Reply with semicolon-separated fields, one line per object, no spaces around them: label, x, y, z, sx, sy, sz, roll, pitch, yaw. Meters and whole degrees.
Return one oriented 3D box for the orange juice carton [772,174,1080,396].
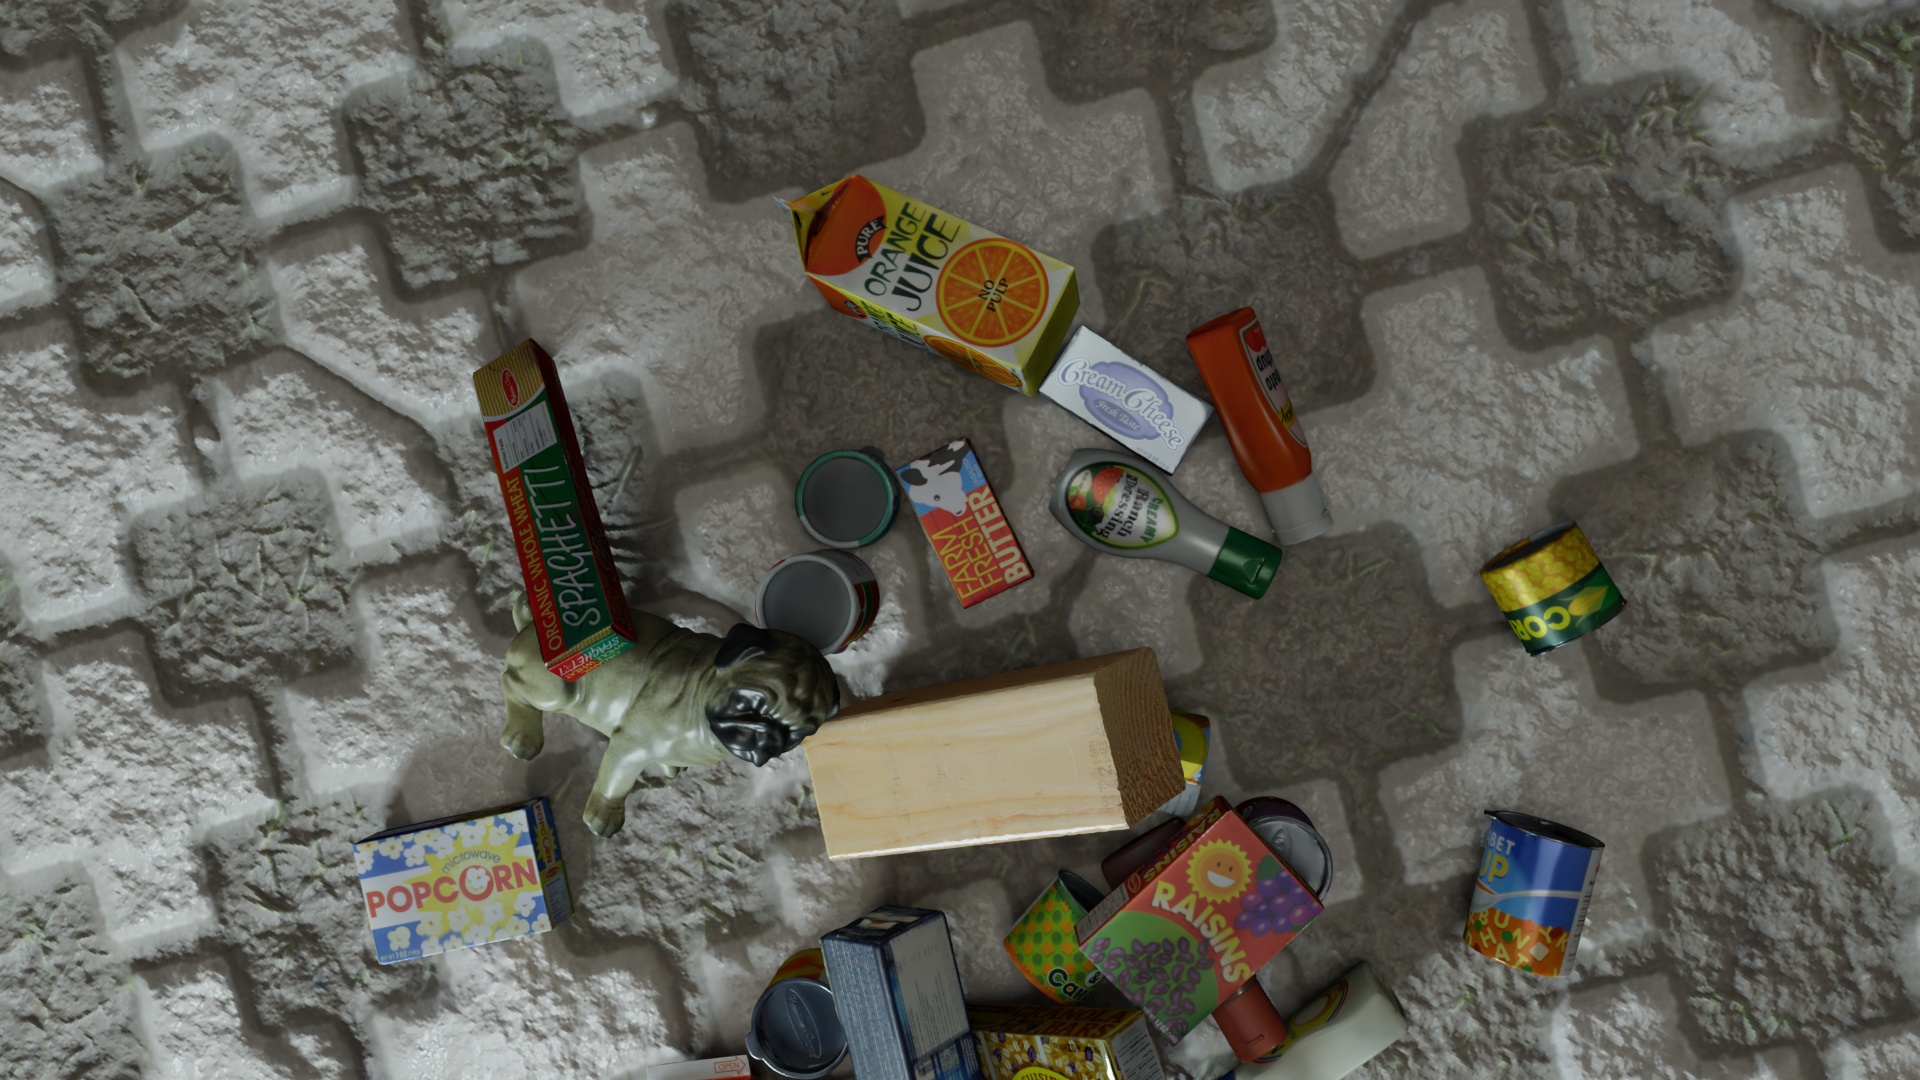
orange juice carton;-0.027;-0.167;0.877;0.193;0.071;0.073;25;86;11

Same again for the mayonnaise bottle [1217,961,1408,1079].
mayonnaise bottle;0.213;0.330;0.882;0.148;0.065;0.041;-40;89;8

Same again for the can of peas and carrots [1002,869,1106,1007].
can of peas and carrots;0.071;0.256;0.887;0.071;0.071;0.058;40;95;3

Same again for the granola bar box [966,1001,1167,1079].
granola bar box;0.061;0.352;0.856;0.165;0.039;0.124;-19;90;48

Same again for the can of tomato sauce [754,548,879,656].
can of tomato sauce;-0.091;0.041;0.890;0.071;0.083;0.071;0;91;5

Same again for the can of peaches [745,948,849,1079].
can of peaches;-0.100;0.309;0.910;0.071;0.058;0.071;0;92;5

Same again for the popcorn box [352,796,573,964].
popcorn box;-0.336;0.229;0.939;0.127;0.038;0.085;-13;90;5

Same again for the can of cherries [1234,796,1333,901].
can of cherries;0.195;0.199;0.881;0.071;0.058;0.071;0;93;5

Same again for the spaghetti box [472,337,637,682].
spaghetti box;-0.257;-0.025;0.868;0.050;0.028;0.251;-30;56;6

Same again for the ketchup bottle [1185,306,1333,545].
ketchup bottle;0.190;-0.071;0.876;0.043;0.065;0.148;-20;99;28

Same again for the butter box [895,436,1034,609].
butter box;0.003;-0.011;0.911;0.053;0.024;0.103;-27;88;6

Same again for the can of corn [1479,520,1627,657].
can of corn;0.363;0.030;0.857;0.071;0.071;0.058;-31;88;5

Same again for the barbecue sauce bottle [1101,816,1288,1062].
barbecue sauce bottle;0.152;0.254;0.881;0.065;0.043;0.149;-33;78;9

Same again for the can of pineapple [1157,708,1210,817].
can of pineapple;0.124;0.136;0.883;0.058;0.071;0.071;12;93;4

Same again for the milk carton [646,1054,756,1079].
milk carton;-0.159;0.434;0.910;0.072;0.073;0.190;-9;90;6

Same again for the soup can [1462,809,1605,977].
soup can;0.353;0.218;0.864;0.071;0.071;0.083;14;93;5

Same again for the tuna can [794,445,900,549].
tuna can;-0.073;-0.029;0.913;0.071;0.033;0.071;0;92;5

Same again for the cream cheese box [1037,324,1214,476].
cream cheese box;0.107;-0.091;0.900;0.104;0.024;0.053;32;93;4

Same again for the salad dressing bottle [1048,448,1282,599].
salad dressing bottle;0.131;-0.009;0.889;0.148;0.044;0.064;25;95;4

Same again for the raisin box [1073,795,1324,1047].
raisin box;0.142;0.227;0.833;0.123;0.040;0.086;-43;92;3
